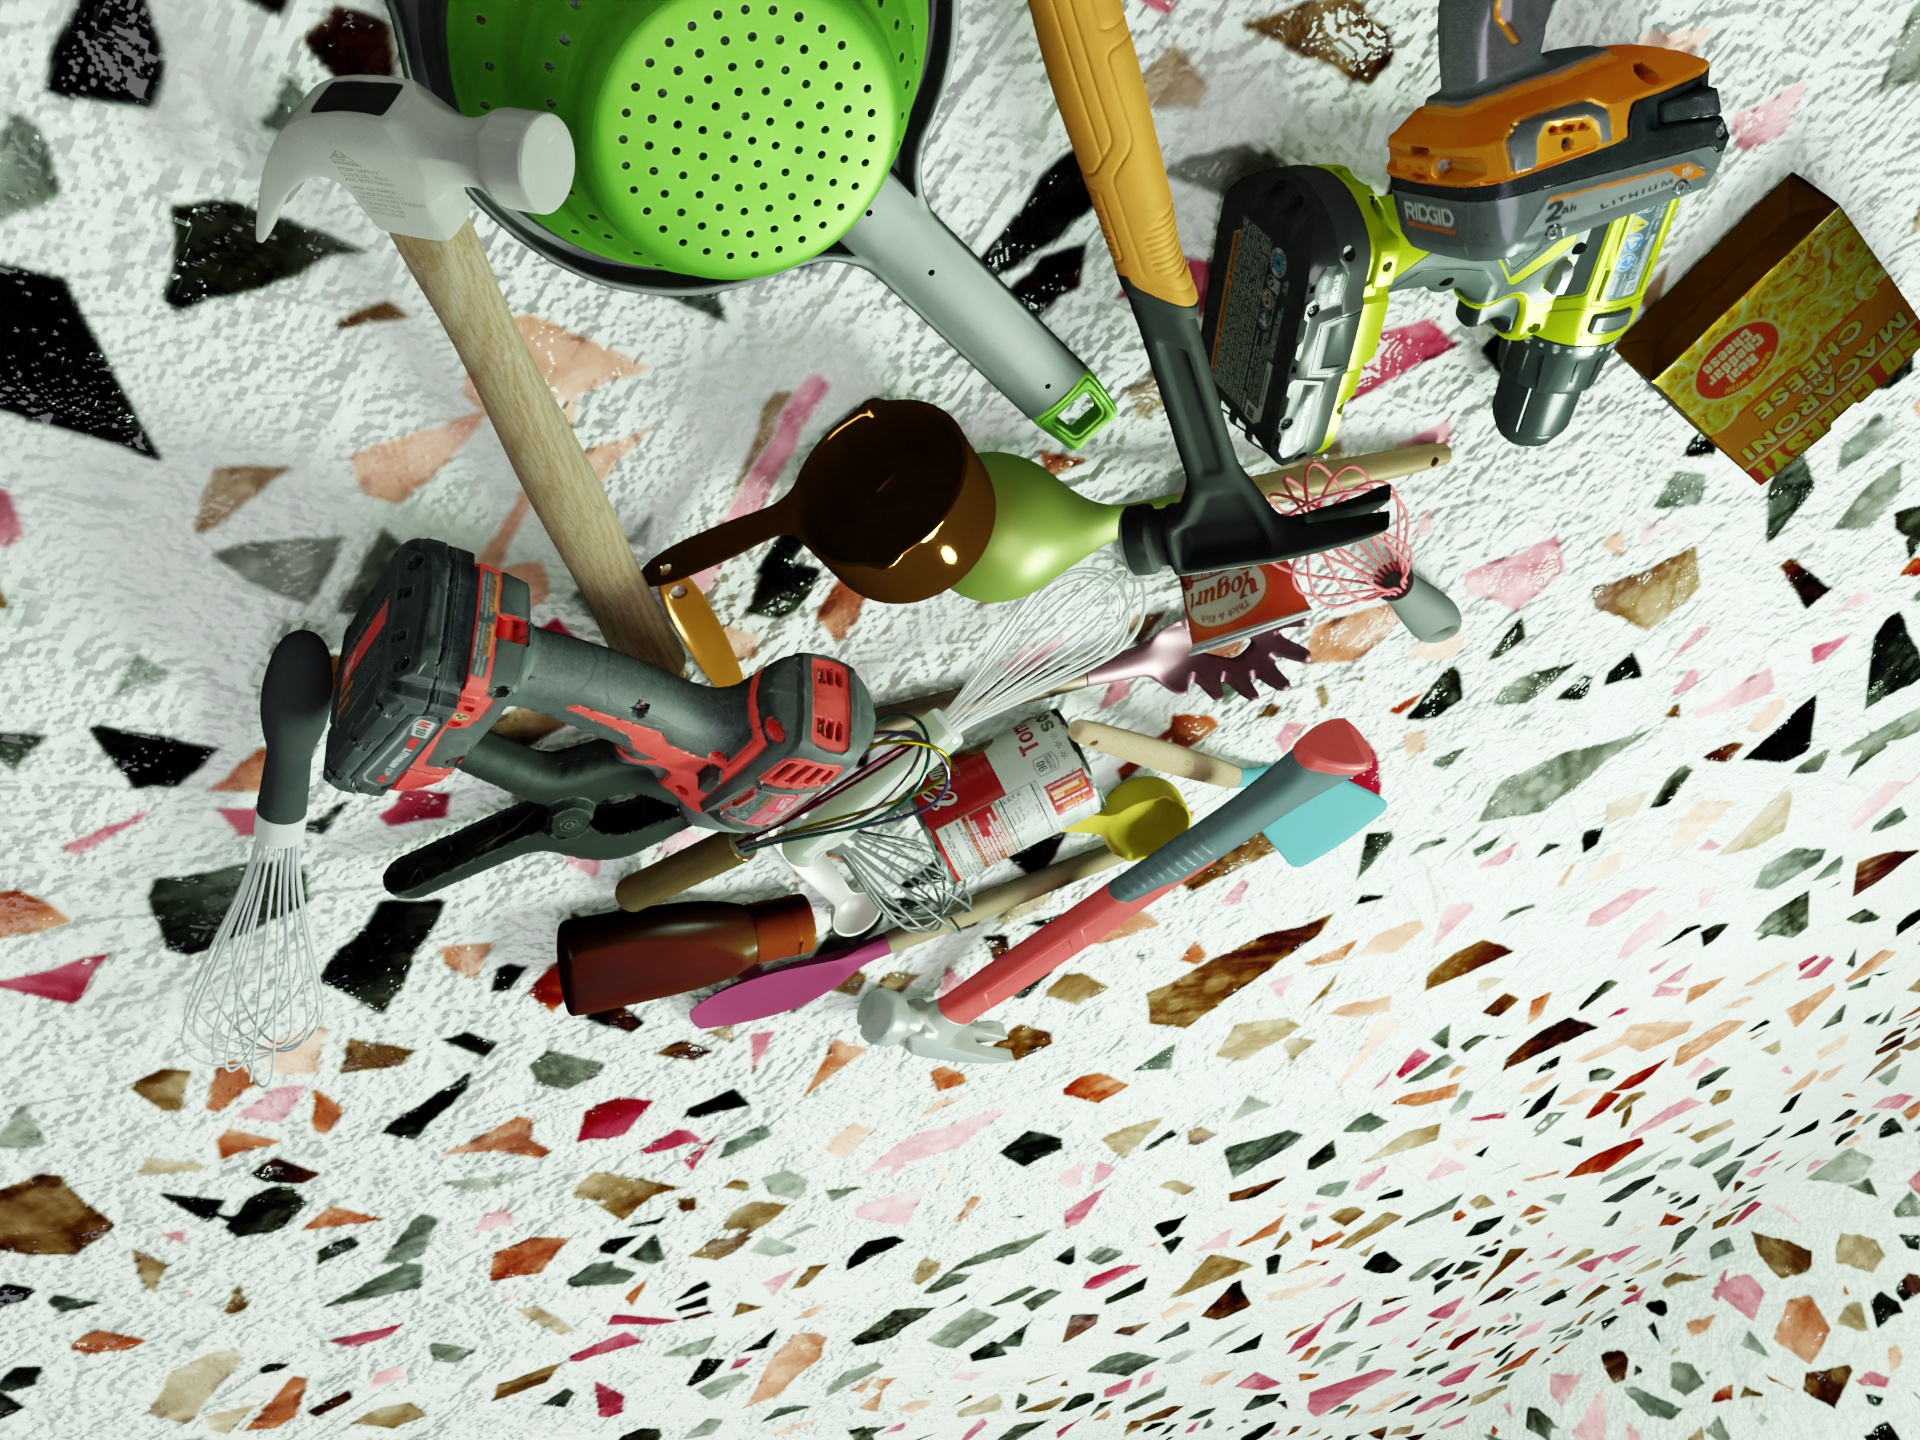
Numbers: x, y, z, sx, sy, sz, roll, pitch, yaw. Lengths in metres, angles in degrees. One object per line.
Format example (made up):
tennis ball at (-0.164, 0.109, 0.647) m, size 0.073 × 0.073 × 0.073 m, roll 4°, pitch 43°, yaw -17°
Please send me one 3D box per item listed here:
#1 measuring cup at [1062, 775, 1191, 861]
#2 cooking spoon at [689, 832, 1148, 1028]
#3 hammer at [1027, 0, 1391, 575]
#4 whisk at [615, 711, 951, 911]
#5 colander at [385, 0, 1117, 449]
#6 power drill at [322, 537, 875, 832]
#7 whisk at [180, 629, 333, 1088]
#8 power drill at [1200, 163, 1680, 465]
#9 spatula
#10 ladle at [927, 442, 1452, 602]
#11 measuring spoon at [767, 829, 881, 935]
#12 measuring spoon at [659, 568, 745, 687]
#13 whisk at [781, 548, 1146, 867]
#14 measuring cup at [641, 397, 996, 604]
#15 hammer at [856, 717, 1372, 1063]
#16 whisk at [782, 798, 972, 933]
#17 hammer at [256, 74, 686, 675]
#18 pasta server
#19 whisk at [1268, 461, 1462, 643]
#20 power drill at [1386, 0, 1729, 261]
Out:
measuring cup at (0.071, 0.054, 1.005) m, size 0.156 × 0.029 × 0.062 m, roll 8°, pitch 131°, yaw -19°
cooking spoon at (-0.024, 0.136, 1.037) m, size 0.319 × 0.017 × 0.068 m, roll -20°, pitch 151°, yaw -7°
hammer at (0.083, -0.200, 0.654) m, size 0.127 × 0.034 × 0.336 m, roll -6°, pitch 132°, yaw 25°
whisk at (-0.103, 0.054, 0.839) m, size 0.245 × 0.051 × 0.047 m, roll -26°, pitch 169°, yaw 34°
colander at (-0.038, -0.193, 0.614) m, size 0.204 × 0.095 × 0.396 m, roll -40°, pitch 138°, yaw 16°
power drill at (-0.164, 0.001, 0.728) m, size 0.219 × 0.079 × 0.143 m, roll 15°, pitch 150°, yaw -30°
whisk at (-0.334, 0.074, 0.773) m, size 0.070 × 0.070 × 0.284 m, roll 2°, pitch 128°, yaw -30°
power drill at (0.236, -0.200, 0.773) m, size 0.228 × 0.080 × 0.190 m, roll -15°, pitch 139°, yaw -18°
spatula at (0.164, 0.039, 0.996) m, size 0.082 × 0.044 × 0.317 m, roll -39°, pitch 149°, yaw 25°
ladle at (0.126, -0.121, 0.834) m, size 0.320 × 0.062 × 0.078 m, roll -14°, pitch 126°, yaw -25°
measuring spoon at (-0.086, 0.090, 0.961) m, size 0.034 × 0.018 × 0.124 m, roll -39°, pitch 134°, yaw -4°
measuring spoon at (-0.126, -0.037, 0.805) m, size 0.021 × 0.011 × 0.116 m, roll -26°, pitch 137°, yaw -2°
whisk at (-0.001, -0.003, 0.855) m, size 0.246 × 0.059 × 0.057 m, roll -40°, pitch 171°, yaw 7°
measuring cup at (-0.065, -0.084, 0.743) m, size 0.173 × 0.095 × 0.052 m, roll -18°, pitch 149°, yaw 19°
hammer at (0.110, 0.121, 1.034) m, size 0.386 × 0.038 × 0.143 m, roll -38°, pitch 142°, yaw 28°
whisk at (-0.069, 0.070, 0.921) m, size 0.055 × 0.055 × 0.238 m, roll -38°, pitch 135°, yaw 14°
hammer at (-0.172, -0.113, 0.641) m, size 0.130 × 0.031 × 0.331 m, roll 14°, pitch 152°, yaw 15°
pasta server at (0.046, -0.018, 0.895) m, size 0.316 × 0.040 × 0.060 m, roll -13°, pitch 112°, yaw -14°
whisk at (0.235, -0.082, 0.883) m, size 0.073 × 0.073 × 0.295 m, roll -42°, pitch 154°, yaw 17°
power drill at (0.231, -0.310, 0.607) m, size 0.164 × 0.084 × 0.226 m, roll -21°, pitch 117°, yaw -8°
